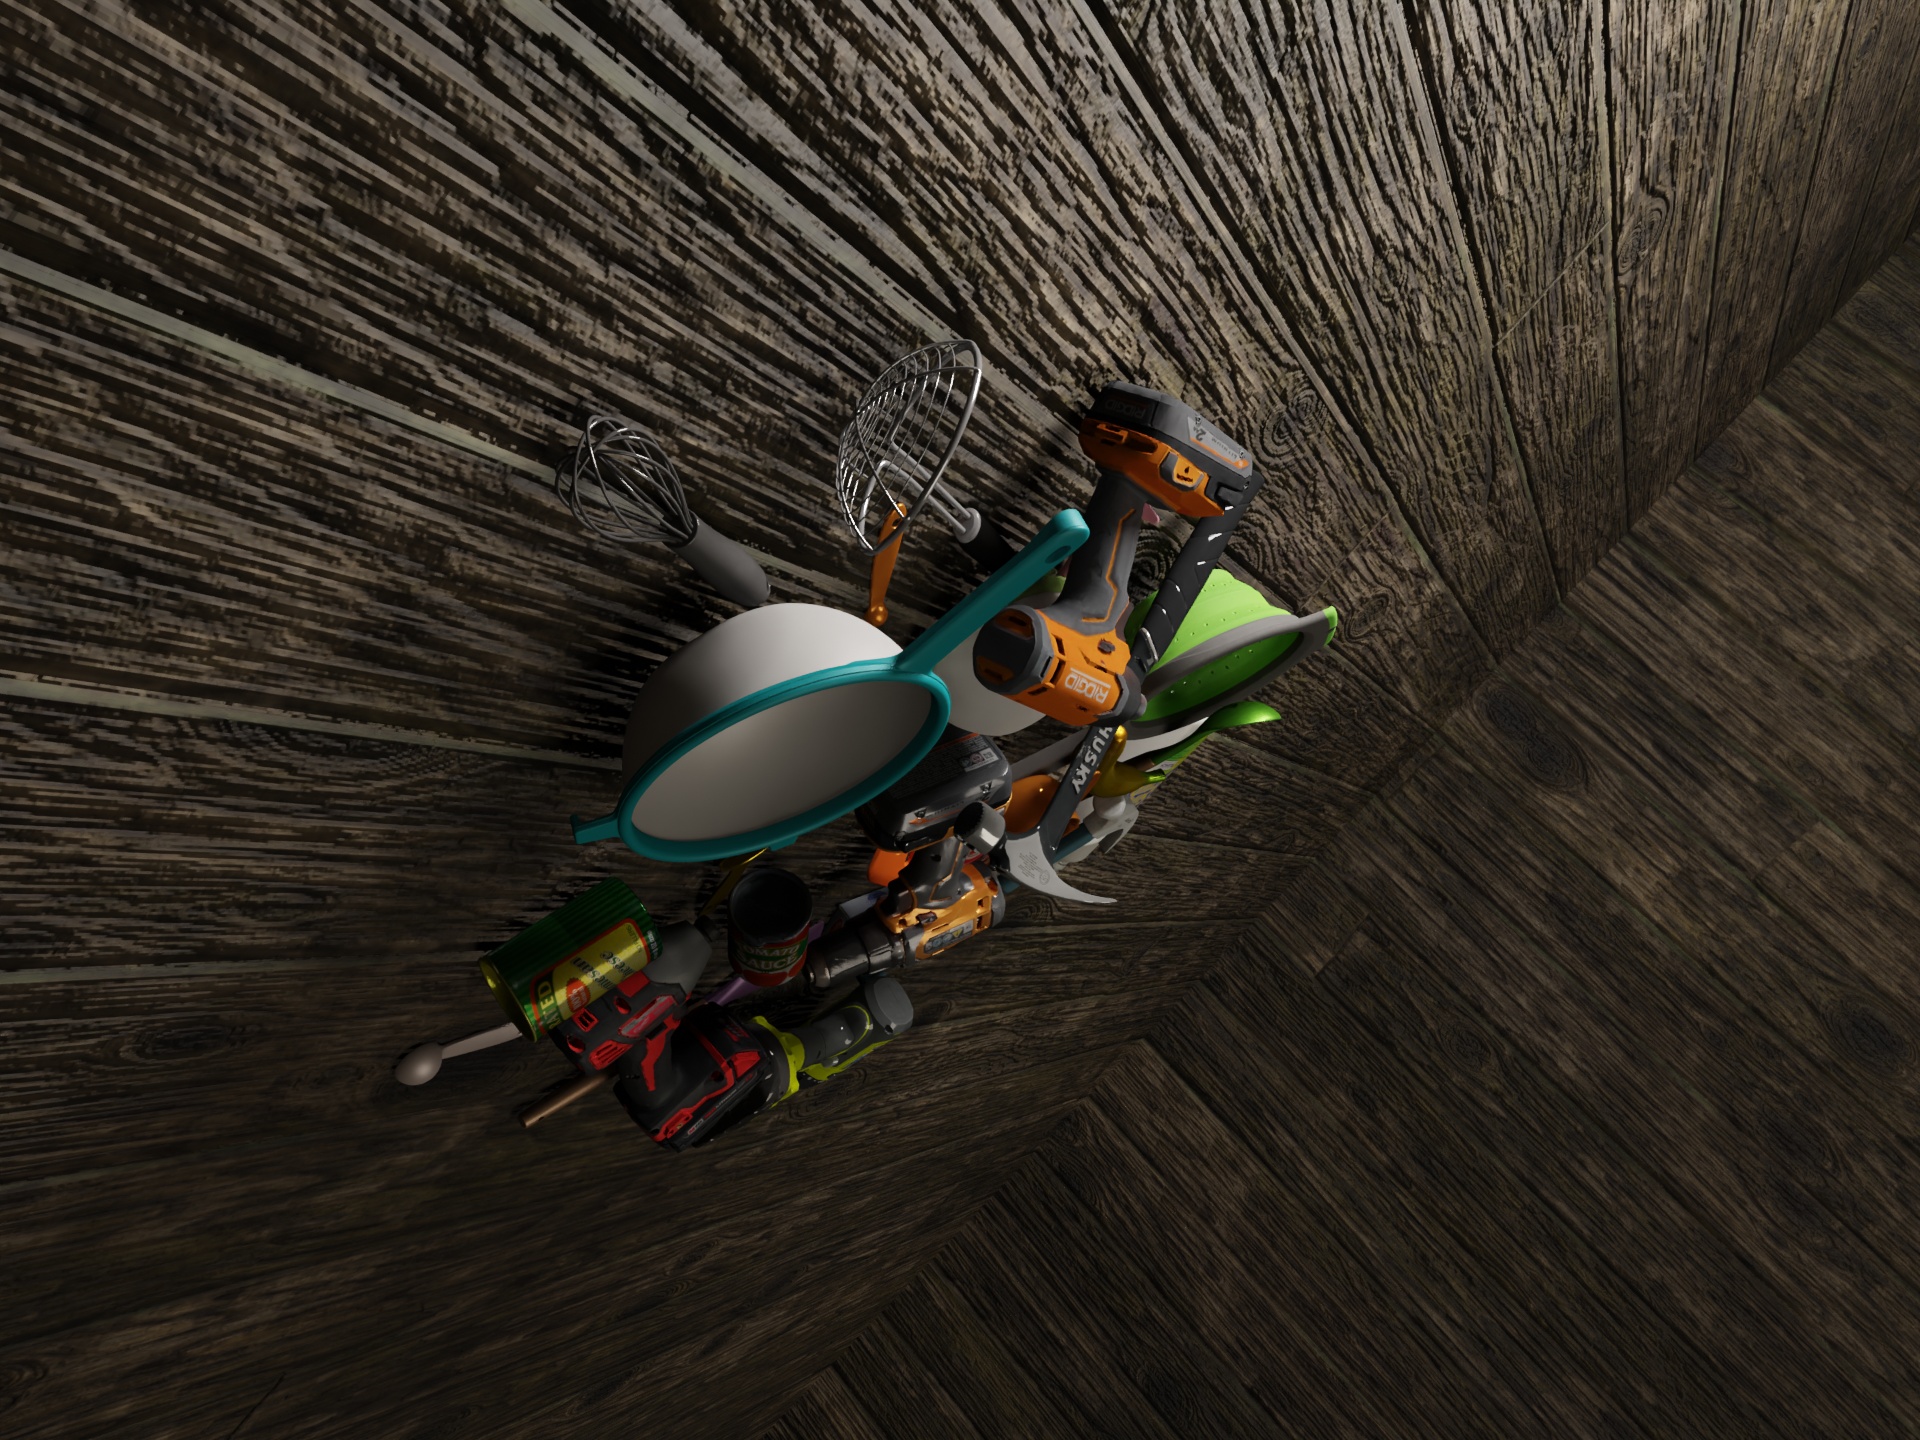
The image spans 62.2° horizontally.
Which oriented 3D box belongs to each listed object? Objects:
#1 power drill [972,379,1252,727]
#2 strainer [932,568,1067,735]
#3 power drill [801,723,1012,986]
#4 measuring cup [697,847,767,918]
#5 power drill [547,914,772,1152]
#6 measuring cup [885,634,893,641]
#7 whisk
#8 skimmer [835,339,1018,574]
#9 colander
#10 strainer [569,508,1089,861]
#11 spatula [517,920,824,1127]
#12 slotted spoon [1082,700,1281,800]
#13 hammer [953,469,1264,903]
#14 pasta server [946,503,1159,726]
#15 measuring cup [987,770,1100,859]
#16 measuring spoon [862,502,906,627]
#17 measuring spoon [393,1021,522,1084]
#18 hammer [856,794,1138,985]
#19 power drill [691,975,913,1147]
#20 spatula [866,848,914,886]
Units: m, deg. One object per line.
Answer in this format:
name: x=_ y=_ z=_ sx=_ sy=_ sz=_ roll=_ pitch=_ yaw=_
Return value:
power drill: x=0.114 y=-0.103 z=1.115 sx=0.164 sy=0.084 sz=0.226 roll=23 pitch=94 yaw=-47
strainer: x=-0.002 y=-0.004 z=1.189 sx=0.256 sy=0.069 sz=0.151 roll=-37 pitch=159 yaw=2
power drill: x=-0.047 y=0.122 z=1.308 sx=0.185 sy=0.084 sz=0.226 roll=-21 pitch=140 yaw=-23
measuring cup: x=-0.177 y=0.106 z=1.188 sx=0.062 sy=0.029 sz=0.156 roll=-27 pitch=165 yaw=-38
power drill: x=-0.228 y=0.240 z=1.243 sx=0.143 sy=0.079 sz=0.219 roll=-41 pitch=150 yaw=-18
measuring cup: x=-0.095 y=-0.043 z=1.048 sx=0.083 sy=0.038 sz=0.167 roll=-46 pitch=143 yaw=8
whisk: x=-0.145 y=-0.097 z=0.829 sx=0.055 sy=0.055 sz=0.238 roll=-45 pitch=163 yaw=1
skimmer: x=0.011 y=-0.127 z=0.985 sx=0.127 sy=0.090 sz=0.363 roll=-66 pitch=161 yaw=-2
colander: x=0.138 y=-0.034 z=1.430 sx=0.397 sy=0.094 sz=0.204 roll=-27 pitch=164 yaw=3
strainer: x=-0.073 y=-0.041 z=0.930 sx=0.340 sy=0.095 sz=0.210 roll=-38 pitch=156 yaw=24
spatula: x=-0.238 y=0.258 z=1.356 sx=0.316 sy=0.018 sz=0.059 roll=-29 pitch=153 yaw=-37
slotted spoon: x=0.162 y=0.045 z=1.513 sx=0.314 sy=0.031 sz=0.070 roll=-27 pitch=171 yaw=31
hammer: x=0.146 y=-0.040 z=1.281 sx=0.149 sy=0.036 sz=0.409 roll=39 pitch=71 yaw=-27
pasta server: x=0.072 y=-0.087 z=1.253 sx=0.060 sy=0.040 sz=0.316 roll=7 pitch=128 yaw=-49
measuring cup: x=0.071 y=0.065 z=1.376 sx=0.095 sy=0.052 sz=0.173 roll=-15 pitch=158 yaw=-30
measuring spoon: x=-0.048 y=-0.099 z=1.046 sx=0.021 sy=0.011 sz=0.116 roll=-31 pitch=155 yaw=-31
measuring spoon: x=-0.341 y=0.232 z=1.117 sx=0.034 sy=0.018 sz=0.124 roll=-54 pitch=158 yaw=24
hammer: x=0.030 y=0.167 z=1.553 sx=0.331 sy=0.033 sz=0.128 roll=-33 pitch=163 yaw=9
power drill: x=-0.172 y=0.325 z=1.503 sx=0.190 sy=0.080 sz=0.228 roll=-37 pitch=165 yaw=27
spatula: x=0.022 y=0.010 z=1.337 sx=0.081 sy=0.041 sz=0.322 roll=12 pitch=121 yaw=-46
